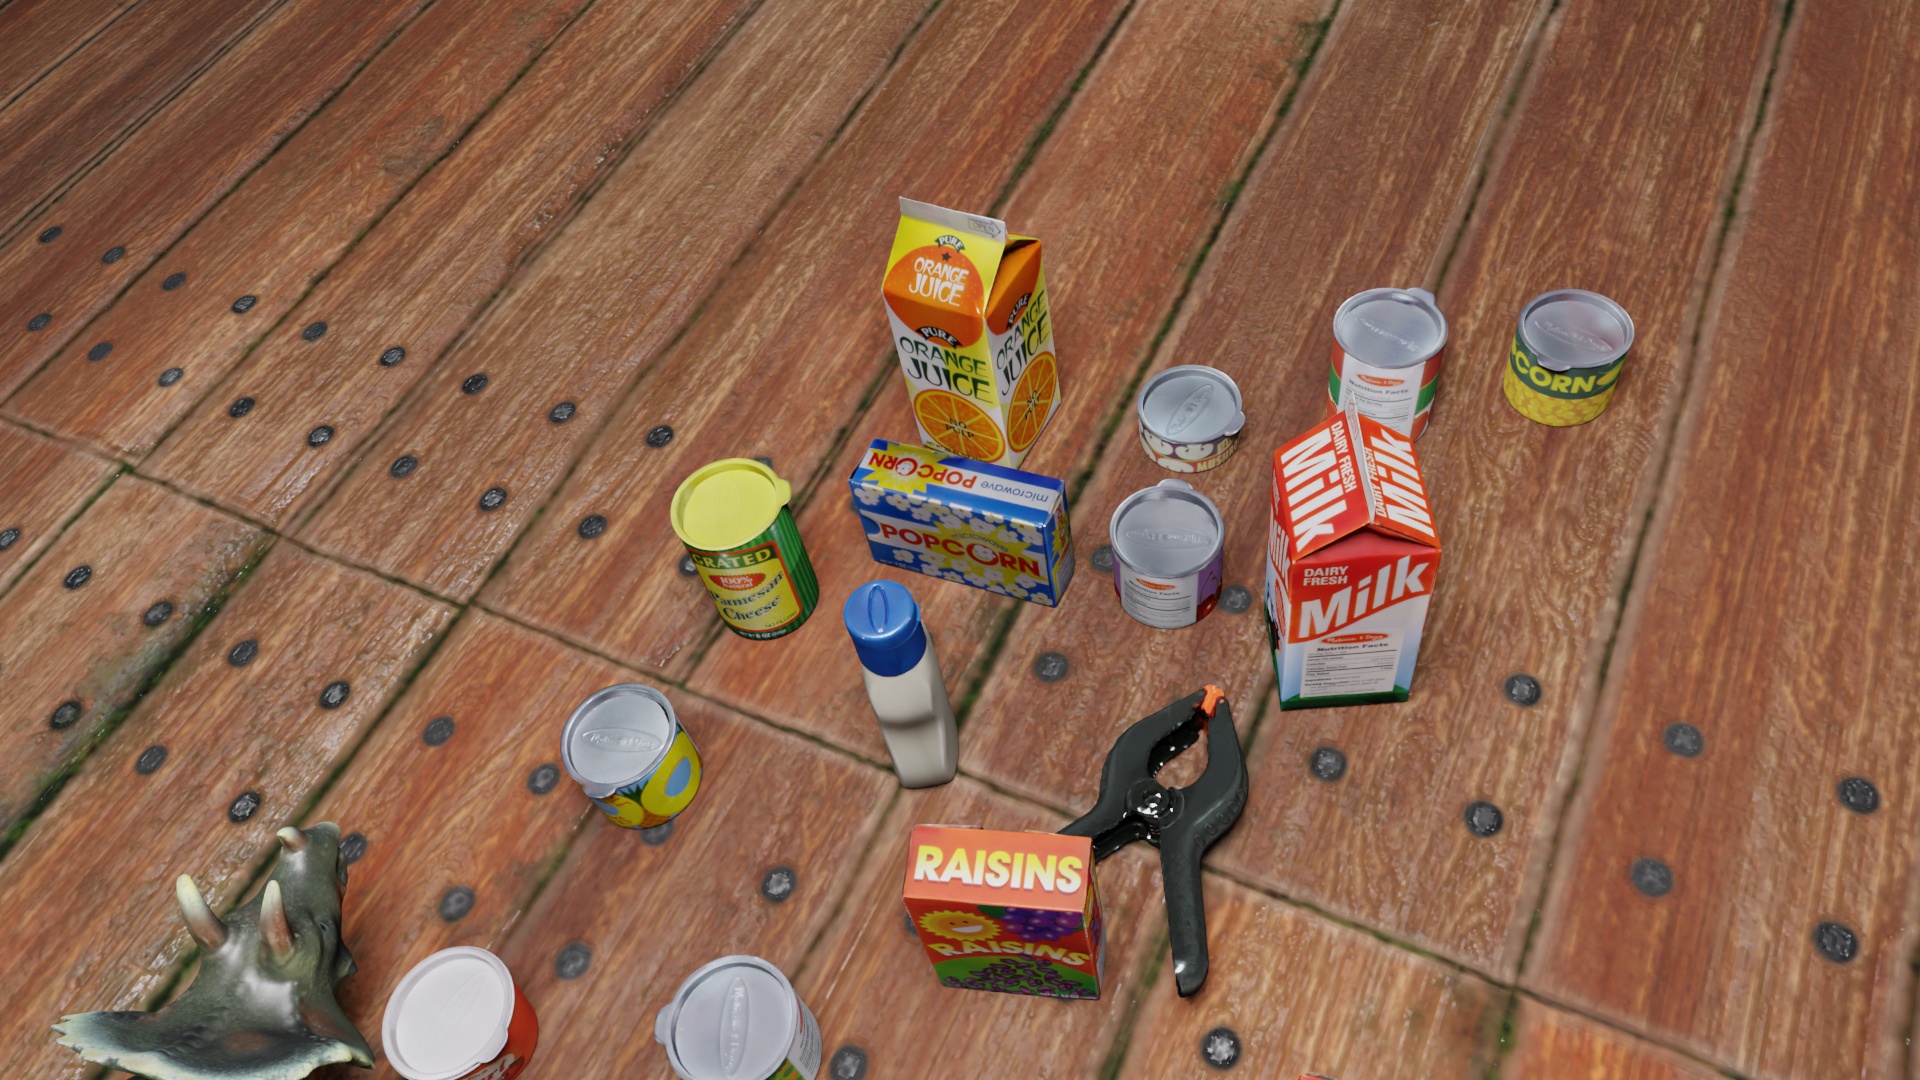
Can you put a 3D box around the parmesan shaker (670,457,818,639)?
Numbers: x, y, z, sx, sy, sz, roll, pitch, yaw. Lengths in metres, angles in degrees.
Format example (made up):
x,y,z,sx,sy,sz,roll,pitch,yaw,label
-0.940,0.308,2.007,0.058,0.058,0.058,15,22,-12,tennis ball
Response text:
x,y,z,sx,sy,sz,roll,pitch,yaw,label
-0.125,0.007,0.840,0.071,0.102,0.071,-5,54,7,parmesan shaker

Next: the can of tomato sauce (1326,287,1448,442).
x,y,z,sx,sy,sz,roll,pitch,yaw,label
0.265,-0.107,0.868,0.071,0.082,0.071,-5,54,7,can of tomato sauce

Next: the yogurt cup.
x,y,z,sx,sy,sz,roll,pitch,yaw,label
-0.254,0.251,0.716,0.072,0.053,0.073,-5,54,7,yogurt cup

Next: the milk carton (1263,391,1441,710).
x,y,z,sx,sy,sz,roll,pitch,yaw,label
0.202,0.011,0.727,0.073,0.189,0.073,-5,54,6,milk carton

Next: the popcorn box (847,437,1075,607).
x,y,z,sx,sy,sz,roll,pitch,yaw,label
0.003,-0.011,0.842,0.127,0.084,0.038,14,58,19,popcorn box

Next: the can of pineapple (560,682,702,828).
x,y,z,sx,sy,sz,roll,pitch,yaw,label
-0.188,0.125,0.793,0.071,0.057,0.071,-5,54,7,can of pineapple

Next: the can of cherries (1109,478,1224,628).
x,y,z,sx,sy,sz,roll,pitch,yaw,label
0.124,0.008,0.824,0.071,0.058,0.072,-5,54,7,can of cherries

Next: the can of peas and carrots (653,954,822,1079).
x,y,z,sx,sy,sz,roll,pitch,yaw,label
-0.109,0.248,0.690,0.071,0.058,0.071,-5,54,7,can of peas and carrots

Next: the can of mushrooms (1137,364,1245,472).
x,y,z,sx,sy,sz,roll,pitch,yaw,label
0.150,-0.077,0.898,0.071,0.033,0.071,-5,54,7,can of mushrooms

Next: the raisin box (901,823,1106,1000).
x,y,z,sx,sy,sz,roll,pitch,yaw,label
0.025,0.182,0.675,0.086,0.122,0.040,2,55,12,raisin box

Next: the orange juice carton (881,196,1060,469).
x,y,z,sx,sy,sz,roll,pitch,yaw,label
0.008,-0.133,0.864,0.072,0.191,0.073,21,61,23,orange juice carton

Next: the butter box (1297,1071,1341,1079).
x,y,z,sx,sy,sz,roll,pitch,yaw,label
0.152,0.295,0.614,0.024,0.053,0.104,10,57,16,butter box

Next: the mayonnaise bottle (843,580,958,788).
x,y,z,sx,sy,sz,roll,pitch,yaw,label
-0.031,0.076,0.746,0.041,0.147,0.065,-10,54,3,mayonnaise bottle

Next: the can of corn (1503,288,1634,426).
x,y,z,sx,sy,sz,roll,pitch,yaw,label
0.377,-0.112,0.868,0.071,0.058,0.071,-5,54,7,can of corn
